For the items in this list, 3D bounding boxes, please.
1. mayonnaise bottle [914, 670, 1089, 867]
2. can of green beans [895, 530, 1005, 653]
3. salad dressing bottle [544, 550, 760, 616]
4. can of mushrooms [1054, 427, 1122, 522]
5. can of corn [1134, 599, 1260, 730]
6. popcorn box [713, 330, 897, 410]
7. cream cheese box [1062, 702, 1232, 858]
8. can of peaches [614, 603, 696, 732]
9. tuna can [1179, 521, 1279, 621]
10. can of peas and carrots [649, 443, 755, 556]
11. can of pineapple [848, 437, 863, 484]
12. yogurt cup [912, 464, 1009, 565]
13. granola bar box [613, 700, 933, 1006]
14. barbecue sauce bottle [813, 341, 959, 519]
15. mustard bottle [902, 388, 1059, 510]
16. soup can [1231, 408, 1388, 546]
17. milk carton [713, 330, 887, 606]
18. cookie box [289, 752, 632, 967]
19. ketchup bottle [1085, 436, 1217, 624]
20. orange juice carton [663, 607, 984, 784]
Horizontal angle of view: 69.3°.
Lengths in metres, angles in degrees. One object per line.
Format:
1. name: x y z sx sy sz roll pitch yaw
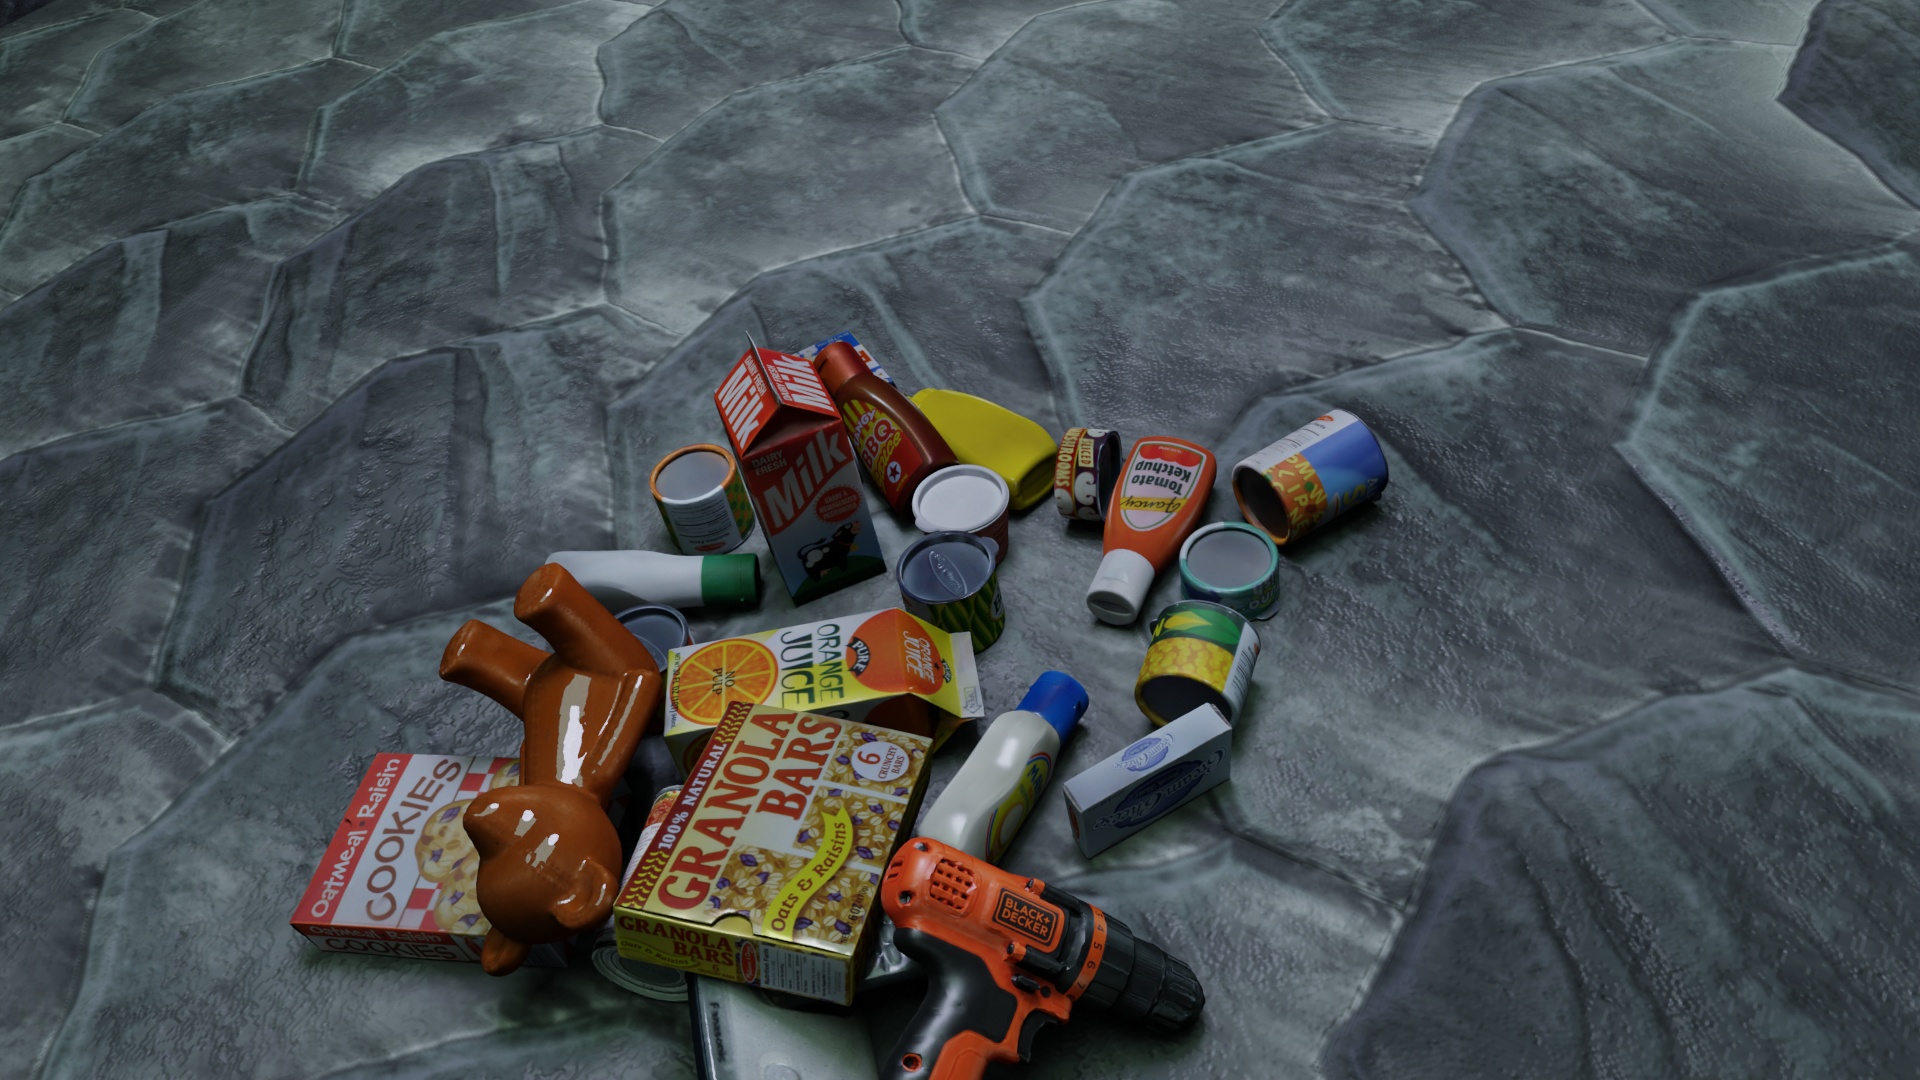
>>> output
1. mayonnaise bottle: 0.027 0.140 0.823 0.041 0.064 0.149 17 48 27
2. can of green beans: -0.006 0.036 0.932 0.071 0.057 0.071 -6 45 6
3. salad dressing bottle: -0.218 0.030 0.986 0.148 0.064 0.044 -2 64 -1
4. can of mushrooms: 0.091 -0.048 0.986 0.033 0.070 0.071 6 48 20
5. can of corn: 0.143 0.079 0.853 0.071 0.070 0.058 9 49 21
6. popcorn box: -0.123 -0.111 1.116 0.127 0.038 0.085 -27 48 -14
7. cream cheese box: 0.110 0.140 0.810 0.104 0.053 0.024 -27 49 -14
8. can of peaches: -0.208 0.087 0.926 0.071 0.057 0.071 -6 46 6
9. tuna can: 0.181 0.022 0.924 0.071 0.032 0.071 -6 45 7
10. can of peas and carrots: -0.193 -0.032 1.039 0.071 0.058 0.071 -6 45 6
11. can of pineapple: -0.113 -0.062 1.045 0.058 0.070 0.071 -25 46 -11
12. yogurt cup: 0.004 -0.012 0.981 0.072 0.053 0.073 -6 45 6
13. granola bar box: -0.094 0.160 0.747 0.124 0.038 0.166 9 33 9
14. barbecue sauce bottle: -0.060 -0.088 1.040 0.044 0.064 0.149 -7 51 -43
15. mustard bottle: 0.004 -0.080 1.051 0.065 0.048 0.160 -37 49 -23
16. soup can: 0.240 -0.040 0.952 0.084 0.071 0.071 -28 47 -14
17. milk carton: -0.112 -0.051 0.948 0.073 0.189 0.072 -22 46 -9
18. cookie box: -0.304 0.193 0.855 0.167 0.040 0.123 0 46 12
19. ketchup bottle: 0.128 -0.007 0.958 0.065 0.043 0.149 13 51 19
20. orange juice carton: -0.084 0.100 0.876 0.193 0.072 0.072 -10 44 1
